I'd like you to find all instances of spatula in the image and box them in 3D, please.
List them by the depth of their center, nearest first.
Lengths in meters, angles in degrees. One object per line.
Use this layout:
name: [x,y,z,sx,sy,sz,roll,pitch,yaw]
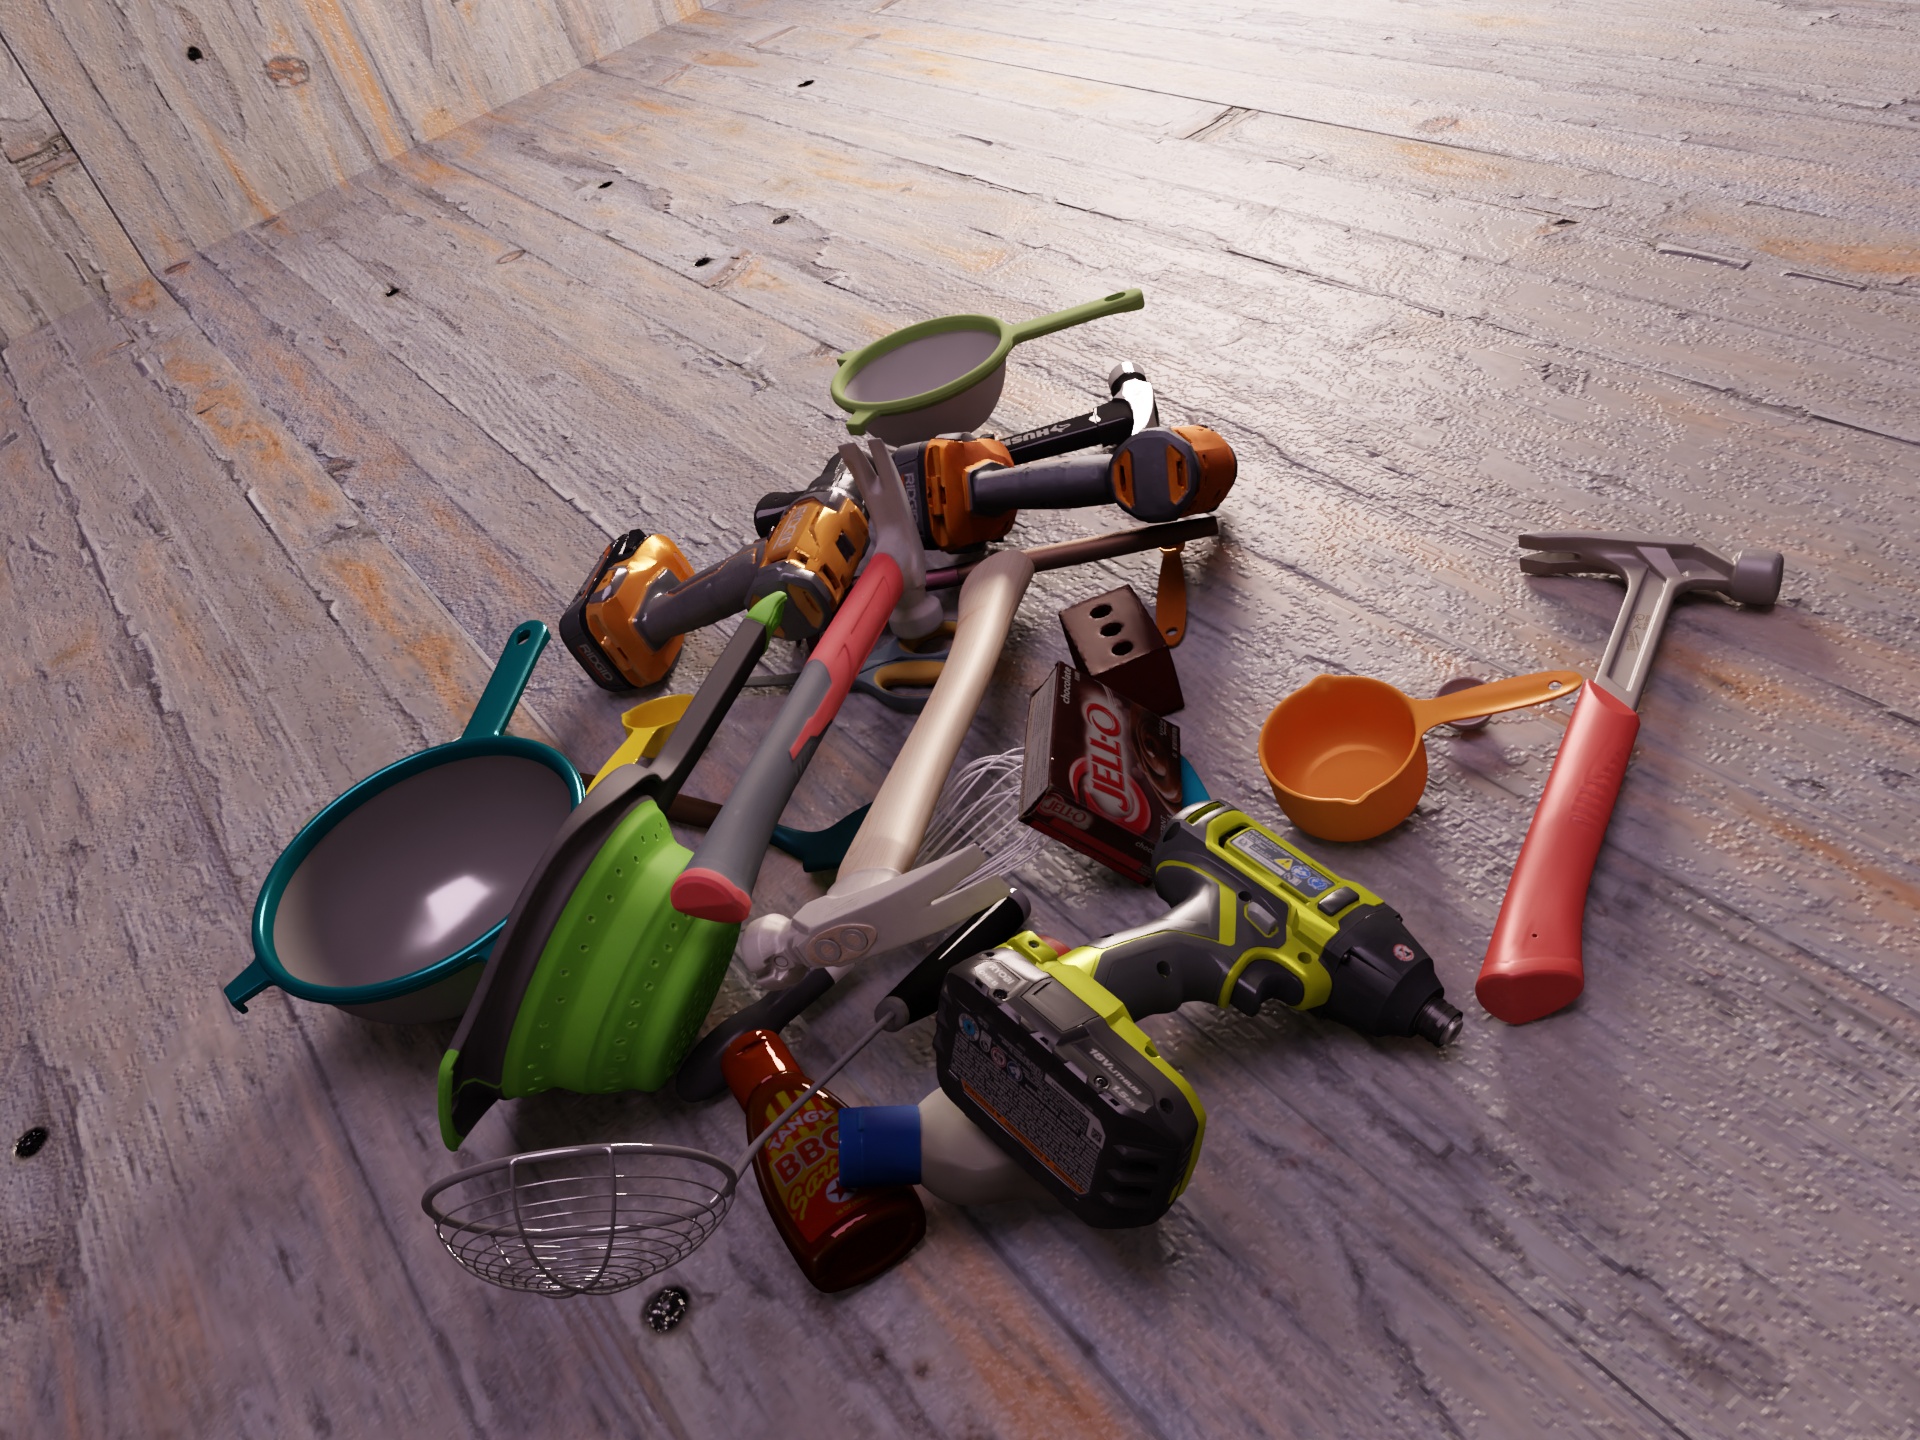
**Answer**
spatula: [-0.160,0.053,1.025,0.318,0.044,0.082,9,42,34]

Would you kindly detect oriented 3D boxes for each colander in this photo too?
colander: [-0.153,0.076,0.912,0.094,0.204,0.397,23,51,2]

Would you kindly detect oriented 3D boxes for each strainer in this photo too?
strainer: [-0.308,0.071,1.025,0.211,0.095,0.341,-8,39,13]
strainer: [0.027,-0.275,1.263,0.256,0.069,0.152,-17,34,3]

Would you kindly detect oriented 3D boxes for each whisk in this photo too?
whisk: [-0.049,0.113,0.898,0.284,0.070,0.070,-40,42,-17]

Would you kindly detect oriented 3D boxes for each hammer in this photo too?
hammer: [0.334,0.014,0.860,0.149,0.036,0.359,9,46,32]
hammer: [-0.001,-0.003,0.937,0.146,0.038,0.411,-24,23,27]
hammer: [-0.089,-0.028,0.940,0.038,0.143,0.387,-7,31,20]
hammer: [-0.004,-0.199,1.268,0.335,0.035,0.146,-14,38,8]

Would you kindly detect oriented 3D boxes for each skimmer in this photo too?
skimmer: [-0.086,0.151,0.765,0.127,0.090,0.363,-42,-4,42]

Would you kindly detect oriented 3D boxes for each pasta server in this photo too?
pasta server: [0.027,-0.103,1.137,0.316,0.040,0.060,-10,39,10]

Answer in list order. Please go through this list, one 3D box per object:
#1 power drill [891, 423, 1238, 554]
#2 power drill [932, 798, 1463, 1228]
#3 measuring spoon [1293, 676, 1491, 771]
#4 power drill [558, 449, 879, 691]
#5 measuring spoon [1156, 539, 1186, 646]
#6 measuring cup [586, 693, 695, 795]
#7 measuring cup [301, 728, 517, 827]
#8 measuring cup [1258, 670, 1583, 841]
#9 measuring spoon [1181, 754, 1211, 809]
power drill: [0.082,-0.170,1.130,0.226,0.084,0.164,-1,10,26]
power drill: [0.113,0.131,0.741,0.223,0.080,0.171,-24,46,-37]
measuring spoon: [0.250,0.008,0.925,0.124,0.018,0.034,-20,51,10]
power drill: [-0.165,-0.117,1.170,0.226,0.084,0.185,-14,36,28]
measuring spoon: [0.145,-0.088,1.090,0.021,0.011,0.117,-10,42,17]
measuring cup: [-0.214,0.028,1.063,0.062,0.029,0.157,-5,26,15]
measuring cup: [-0.381,0.058,1.123,0.167,0.038,0.083,-19,38,5]
measuring cup: [0.253,0.014,0.872,0.173,0.052,0.095,-15,46,12]
measuring spoon: [0.137,0.050,0.913,0.042,0.021,0.129,-21,39,-1]
